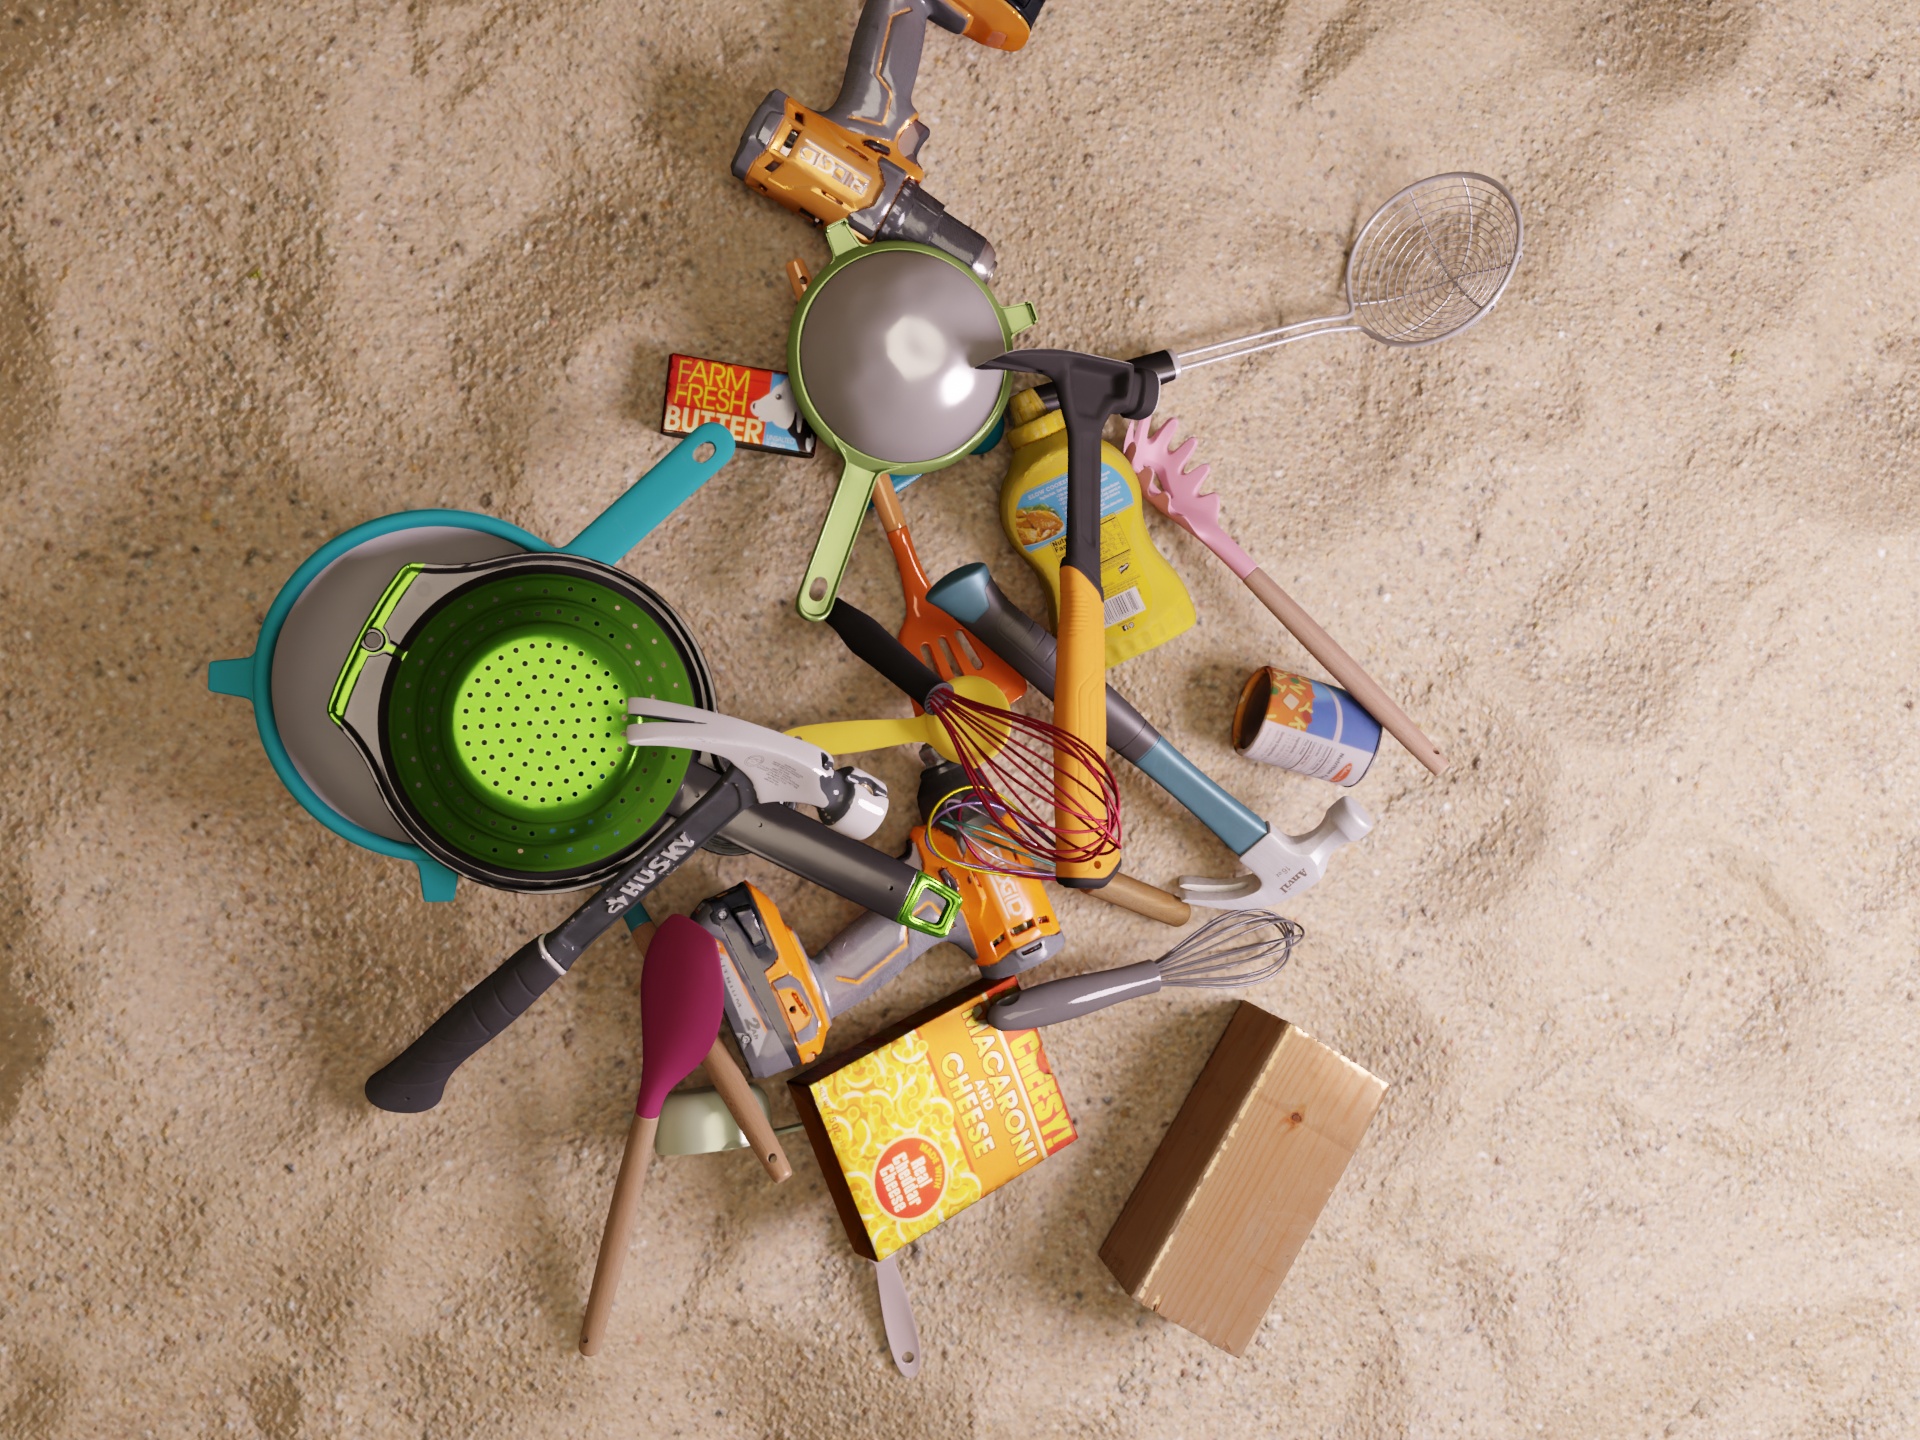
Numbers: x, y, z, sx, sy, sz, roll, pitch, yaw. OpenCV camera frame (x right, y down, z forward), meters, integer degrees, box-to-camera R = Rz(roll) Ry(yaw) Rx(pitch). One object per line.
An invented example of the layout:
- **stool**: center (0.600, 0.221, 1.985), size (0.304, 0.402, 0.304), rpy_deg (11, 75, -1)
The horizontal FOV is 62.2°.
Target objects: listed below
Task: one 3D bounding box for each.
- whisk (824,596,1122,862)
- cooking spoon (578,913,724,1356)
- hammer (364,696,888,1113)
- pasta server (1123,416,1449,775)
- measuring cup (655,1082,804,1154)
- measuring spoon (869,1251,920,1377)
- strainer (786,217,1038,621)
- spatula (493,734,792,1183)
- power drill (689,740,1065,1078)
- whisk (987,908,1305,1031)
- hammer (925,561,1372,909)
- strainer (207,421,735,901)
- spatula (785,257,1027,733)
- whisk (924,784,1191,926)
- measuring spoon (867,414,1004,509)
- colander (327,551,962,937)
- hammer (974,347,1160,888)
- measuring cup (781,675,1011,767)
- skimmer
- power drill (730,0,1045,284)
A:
- **whisk**: center (-0.002, -0.003, 0.980), size (0.073, 0.296, 0.073), rpy_deg (-25, 134, -28)
- **cooking spoon**: center (-0.201, 0.267, 0.996), size (0.069, 0.017, 0.318), rpy_deg (26, 110, 29)
- **hammer**: center (-0.229, 0.125, 0.917), size (0.149, 0.036, 0.409), rpy_deg (29, 125, -34)
- **pasta server**: center (0.221, -0.085, 1.082), size (0.316, 0.040, 0.060), rpy_deg (47, 49, 7)
- **measuring cup**: center (-0.120, 0.252, 1.046), size (0.167, 0.083, 0.038), rpy_deg (-5, 83, -26)
- **measuring spoon**: center (-0.047, 0.388, 1.081), size (0.034, 0.018, 0.124), rpy_deg (-14, 99, -10)
- **strainer**: center (-0.049, -0.183, 1.006), size (0.151, 0.069, 0.256), rpy_deg (20, 88, -15)
- **spatula**: center (-0.193, 0.152, 1.008), size (0.082, 0.044, 0.318), rpy_deg (-31, 74, -9)
- **power drill**: center (-0.061, 0.120, 1.045), size (0.226, 0.084, 0.164), rpy_deg (-23, 92, -13)
- **whisk**: center (0.128, 0.171, 1.078), size (0.239, 0.055, 0.055), rpy_deg (-12, 92, -19)
- **hammer**: center (0.114, 0.009, 1.062), size (0.331, 0.033, 0.128), rpy_deg (40, 112, -12)
- **strainer**: center (-0.275, -0.065, 0.999), size (0.340, 0.095, 0.211), rpy_deg (-45, 100, -12)
- **spatula**: center (-0.049, -0.150, 1.055), size (0.081, 0.041, 0.322), rpy_deg (-23, 101, -10)
- **whisk**: center (0.072, 0.094, 1.038), size (0.244, 0.051, 0.047), rpy_deg (24, 67, -39)
- **measuring spoon**: center (-0.024, -0.179, 1.078), size (0.128, 0.021, 0.042), rpy_deg (-35, 96, -9)
- **colander**: center (-0.167, 0.037, 0.929), size (0.397, 0.094, 0.204), rpy_deg (27, 83, -13)
- **hammer**: center (0.070, -0.064, 0.995), size (0.127, 0.034, 0.337), rpy_deg (3, 85, -33)
- **measuring cup**: center (-0.043, 0.004, 1.033), size (0.156, 0.029, 0.062), rpy_deg (-7, 74, -7)
- **skimmer**: center (0.203, -0.280, 1.087), size (0.363, 0.090, 0.127), rpy_deg (-17, 60, -7)
- **power drill**: center (-0.021, -0.411, 1.053), size (0.185, 0.084, 0.226), rpy_deg (29, 89, -12)
